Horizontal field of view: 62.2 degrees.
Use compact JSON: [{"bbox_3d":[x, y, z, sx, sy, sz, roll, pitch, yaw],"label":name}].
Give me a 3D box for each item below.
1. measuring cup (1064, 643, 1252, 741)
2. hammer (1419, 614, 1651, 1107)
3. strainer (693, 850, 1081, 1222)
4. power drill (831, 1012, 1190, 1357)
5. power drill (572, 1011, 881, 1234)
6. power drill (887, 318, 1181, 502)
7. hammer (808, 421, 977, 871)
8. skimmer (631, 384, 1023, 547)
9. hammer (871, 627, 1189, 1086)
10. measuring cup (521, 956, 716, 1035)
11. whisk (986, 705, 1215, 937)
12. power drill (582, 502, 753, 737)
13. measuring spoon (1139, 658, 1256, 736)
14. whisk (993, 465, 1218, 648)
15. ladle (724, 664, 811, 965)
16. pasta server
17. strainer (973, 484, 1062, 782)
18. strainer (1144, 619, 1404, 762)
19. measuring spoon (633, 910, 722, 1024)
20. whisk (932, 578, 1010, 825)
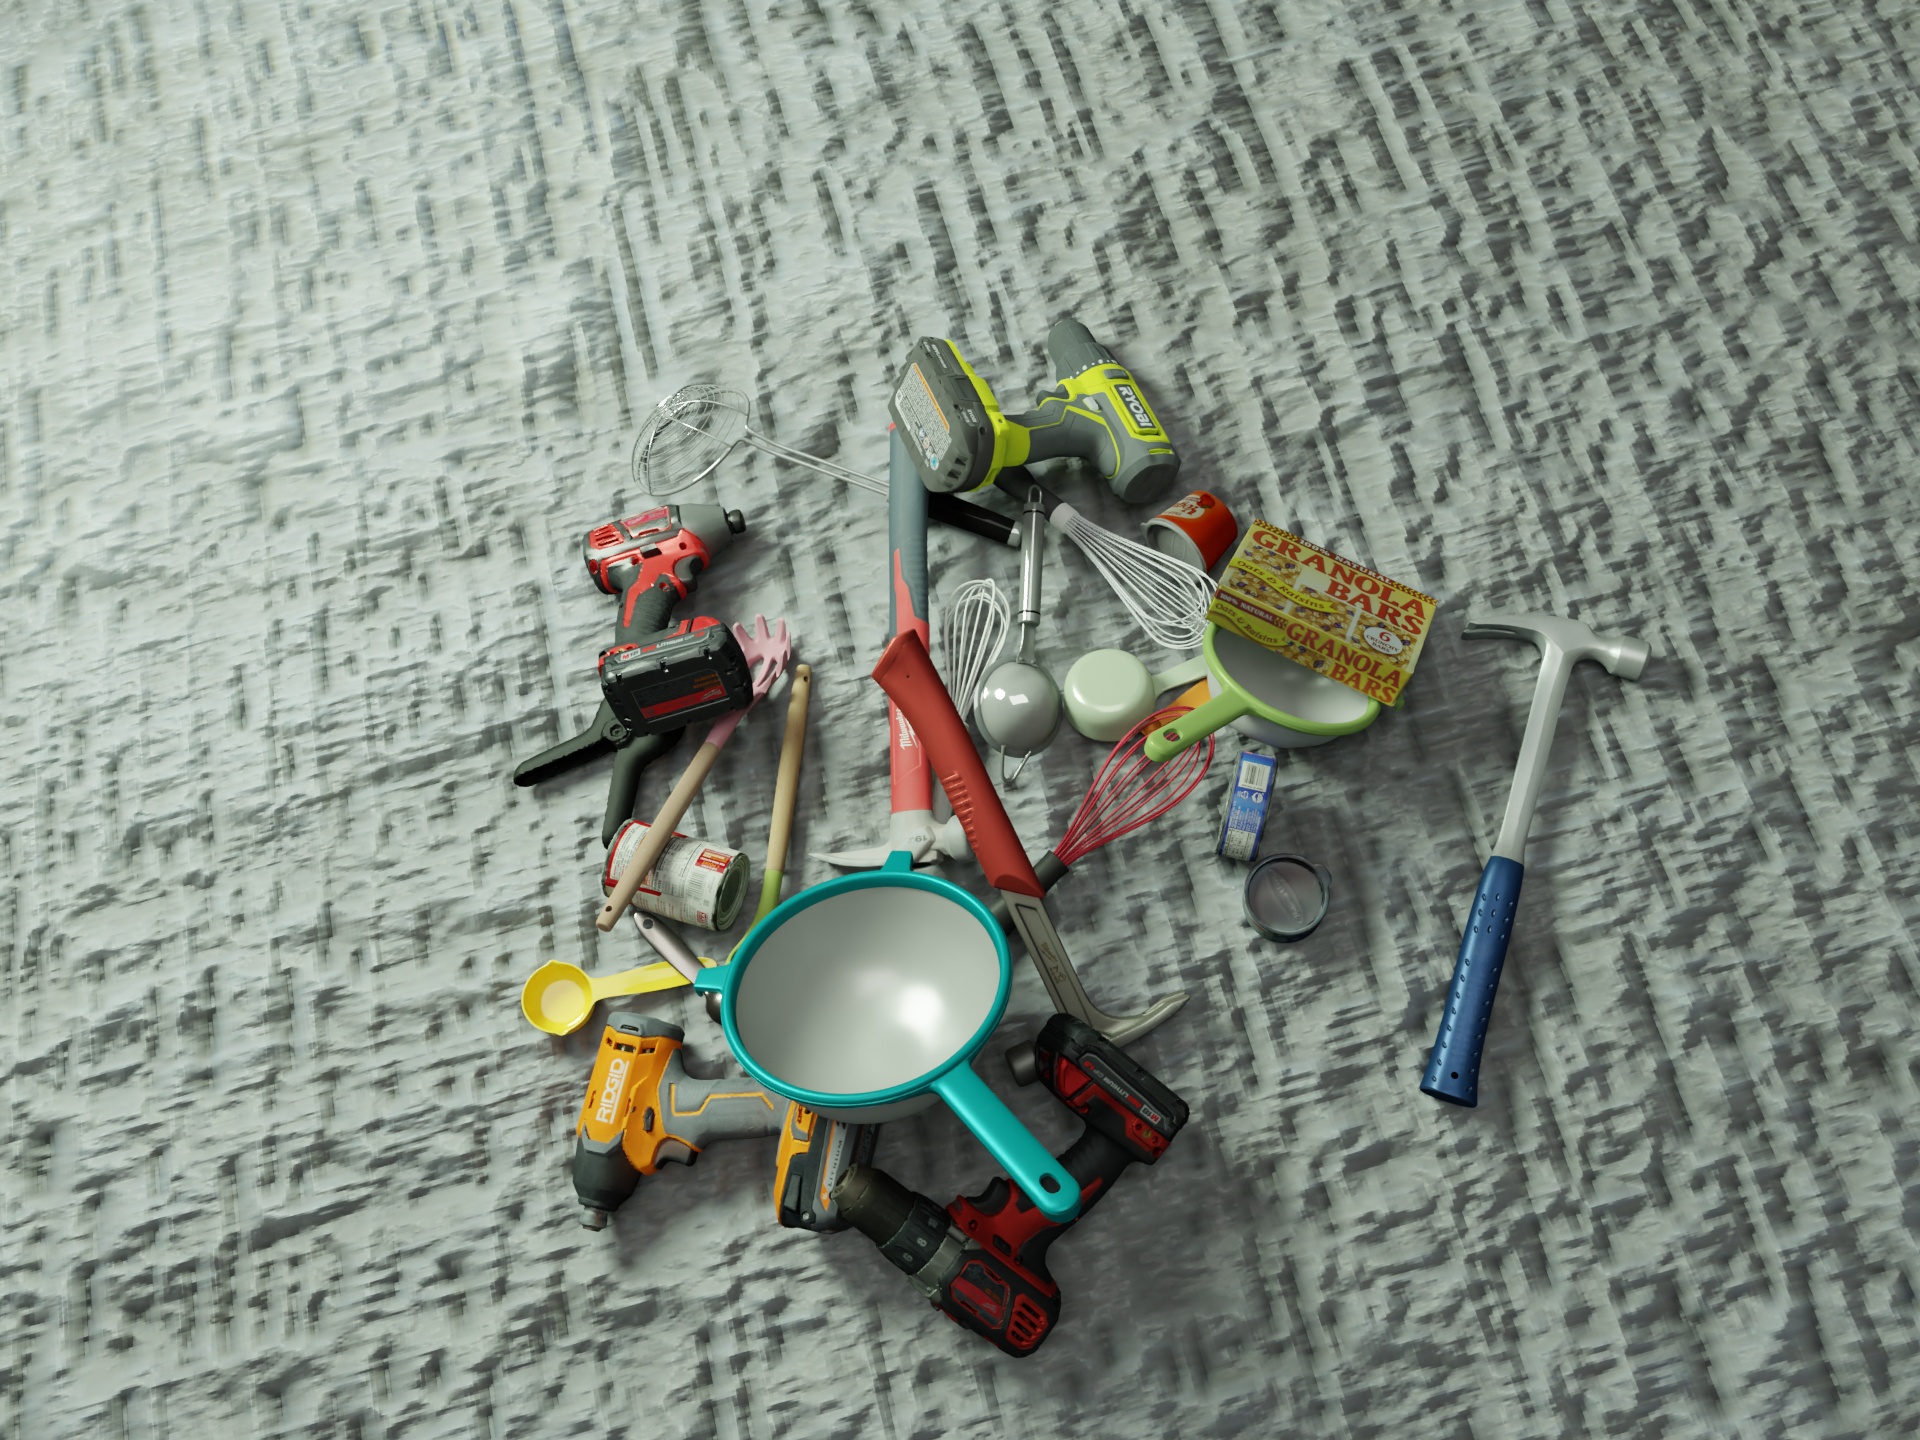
[{"bbox_3d":[0.165,-0.040,1.321,0.167,0.038,0.083,-21,58,-3],"label":"measuring cup"},{"bbox_3d":[0.425,0.099,1.248,0.144,0.035,0.406,17,73,12],"label":"hammer"},{"bbox_3d":[-0.024,0.247,1.117,0.211,0.095,0.341,-31,46,-21],"label":"strainer"},{"bbox_3d":[0.036,0.322,1.156,0.188,0.080,0.227,39,81,-7],"label":"power drill"},{"bbox_3d":[-0.185,0.323,1.211,0.226,0.084,0.164,9,72,14],"label":"power drill"},{"bbox_3d":[0.060,-0.271,1.362,0.228,0.080,0.191,-7,58,-32],"label":"power drill"},{"bbox_3d":[-0.057,-0.067,1.327,0.143,0.038,0.386,-8,73,23],"label":"hammer"},{"bbox_3d":[-0.120,-0.210,1.427,0.363,0.090,0.127,20,63,2],"label":"skimmer"},{"bbox_3d":[0.037,0.093,1.219,0.149,0.037,0.359,-26,94,-2],"label":"hammer"},{"bbox_3d":[-0.276,0.217,1.293,0.156,0.029,0.062,-10,71,-10],"label":"measuring cup"},{"bbox_3d":[0.092,0.098,1.276,0.296,0.073,0.073,-44,71,-4],"label":"whisk"},{"bbox_3d":[-0.242,-0.100,1.350,0.143,0.078,0.220,-16,48,0],"label":"power drill"},{"bbox_3d":[0.200,-0.018,1.332,0.117,0.011,0.021,-32,60,-9],"label":"measuring spoon"},{"bbox_3d":[0.112,-0.155,1.366,0.070,0.070,0.285,-44,65,-10],"label":"whisk"},{"bbox_3d":[-0.142,0.097,1.302,0.062,0.078,0.320,-22,54,47],"label":"ladle"},{"bbox_3d":[-0.217,0.037,1.297,0.060,0.040,0.316,10,52,21],"label":"pasta server"},{"bbox_3d":[0.057,-0.078,1.329,0.086,0.050,0.258,11,73,-29],"label":"strainer"},{"bbox_3d":[0.221,-0.003,1.248,0.256,0.069,0.152,-26,57,-40],"label":"strainer"},{"bbox_3d":[-0.219,0.196,1.282,0.124,0.018,0.034,42,69,9],"label":"measuring spoon"},{"bbox_3d":[-0.002,-0.004,1.330,0.057,0.059,0.246,16,75,-17],"label":"whisk"}]
